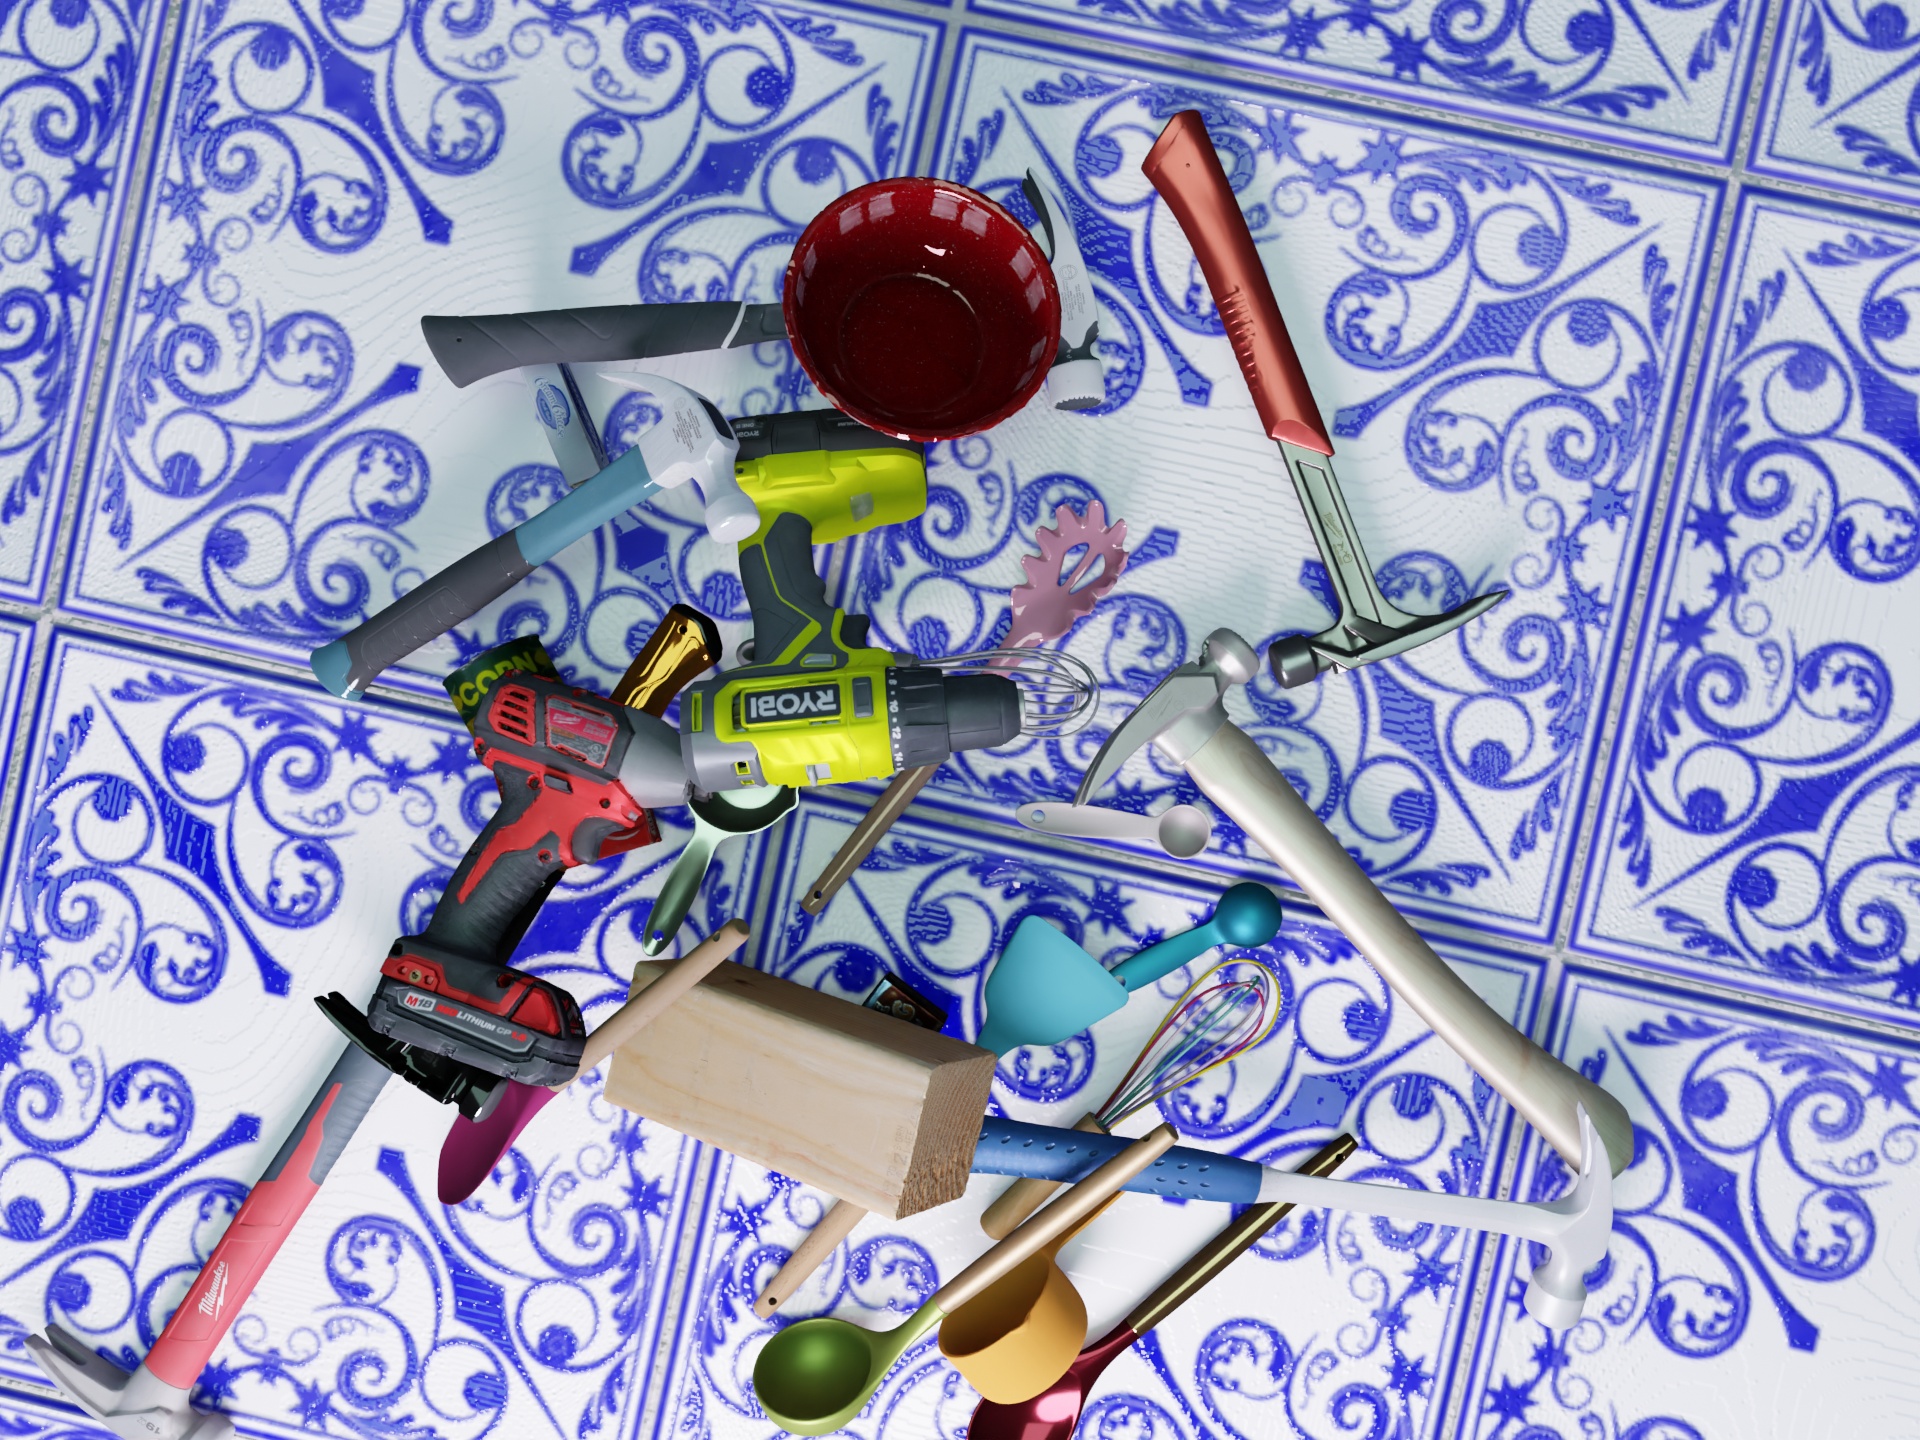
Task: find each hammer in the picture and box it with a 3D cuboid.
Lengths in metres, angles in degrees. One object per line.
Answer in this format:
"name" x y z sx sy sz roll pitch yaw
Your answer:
"hammer" -0.270 -0.097 0.958 0.331 0.033 0.128 -28 73 22
"hammer" 0.208 -0.209 0.989 0.149 0.037 0.359 -21 90 2
"hammer" 0.192 0.276 0.962 0.405 0.035 0.144 8 110 0
"hammer" -0.118 -0.249 0.972 0.409 0.036 0.149 -6 88 -7
"hammer" -0.442 0.286 1.021 0.143 0.038 0.386 33 92 3
"hammer" 0.253 0.137 0.980 0.146 0.038 0.410 -44 91 -11
"hammer" -0.256 0.072 0.978 0.127 0.034 0.337 32 89 4

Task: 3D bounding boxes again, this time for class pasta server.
"pasta server" -0.002 -0.003 0.999 0.060 0.040 0.316 39 93 14

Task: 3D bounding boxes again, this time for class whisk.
"whisk" 0.106 0.241 0.996 0.245 0.051 0.047 -45 94 5
"whisk" -0.031 -0.027 0.976 0.239 0.055 0.055 8 91 20

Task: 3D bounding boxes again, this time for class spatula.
"spatula" -0.026 0.260 1.000 0.082 0.044 0.317 40 93 -2

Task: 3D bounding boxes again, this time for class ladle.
"ladle" -0.001 0.329 0.953 0.320 0.078 0.062 -42 113 17
"ladle" 0.128 0.366 1.003 0.315 0.031 0.069 -41 104 0

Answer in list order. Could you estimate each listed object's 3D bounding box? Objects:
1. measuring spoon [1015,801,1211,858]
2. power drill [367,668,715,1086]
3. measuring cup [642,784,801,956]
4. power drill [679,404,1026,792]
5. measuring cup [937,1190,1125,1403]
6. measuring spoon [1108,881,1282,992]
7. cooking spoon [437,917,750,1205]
"measuring spoon" 0.097 0.066 1.010 0.124 0.018 0.034 6 86 9
"power drill" -0.235 0.090 0.913 0.143 0.078 0.220 18 77 3
"measuring cup" -0.157 0.073 1.007 0.083 0.038 0.167 27 94 2
"power drill" -0.065 -0.069 0.931 0.190 0.080 0.229 -5 62 0
"measuring cup" 0.067 0.349 0.988 0.173 0.095 0.052 -38 100 -17
"measuring spoon" 0.144 0.143 1.001 0.128 0.021 0.042 -27 89 1
"cooking spoon" -0.228 0.204 0.949 0.017 0.069 0.319 26 126 -37
